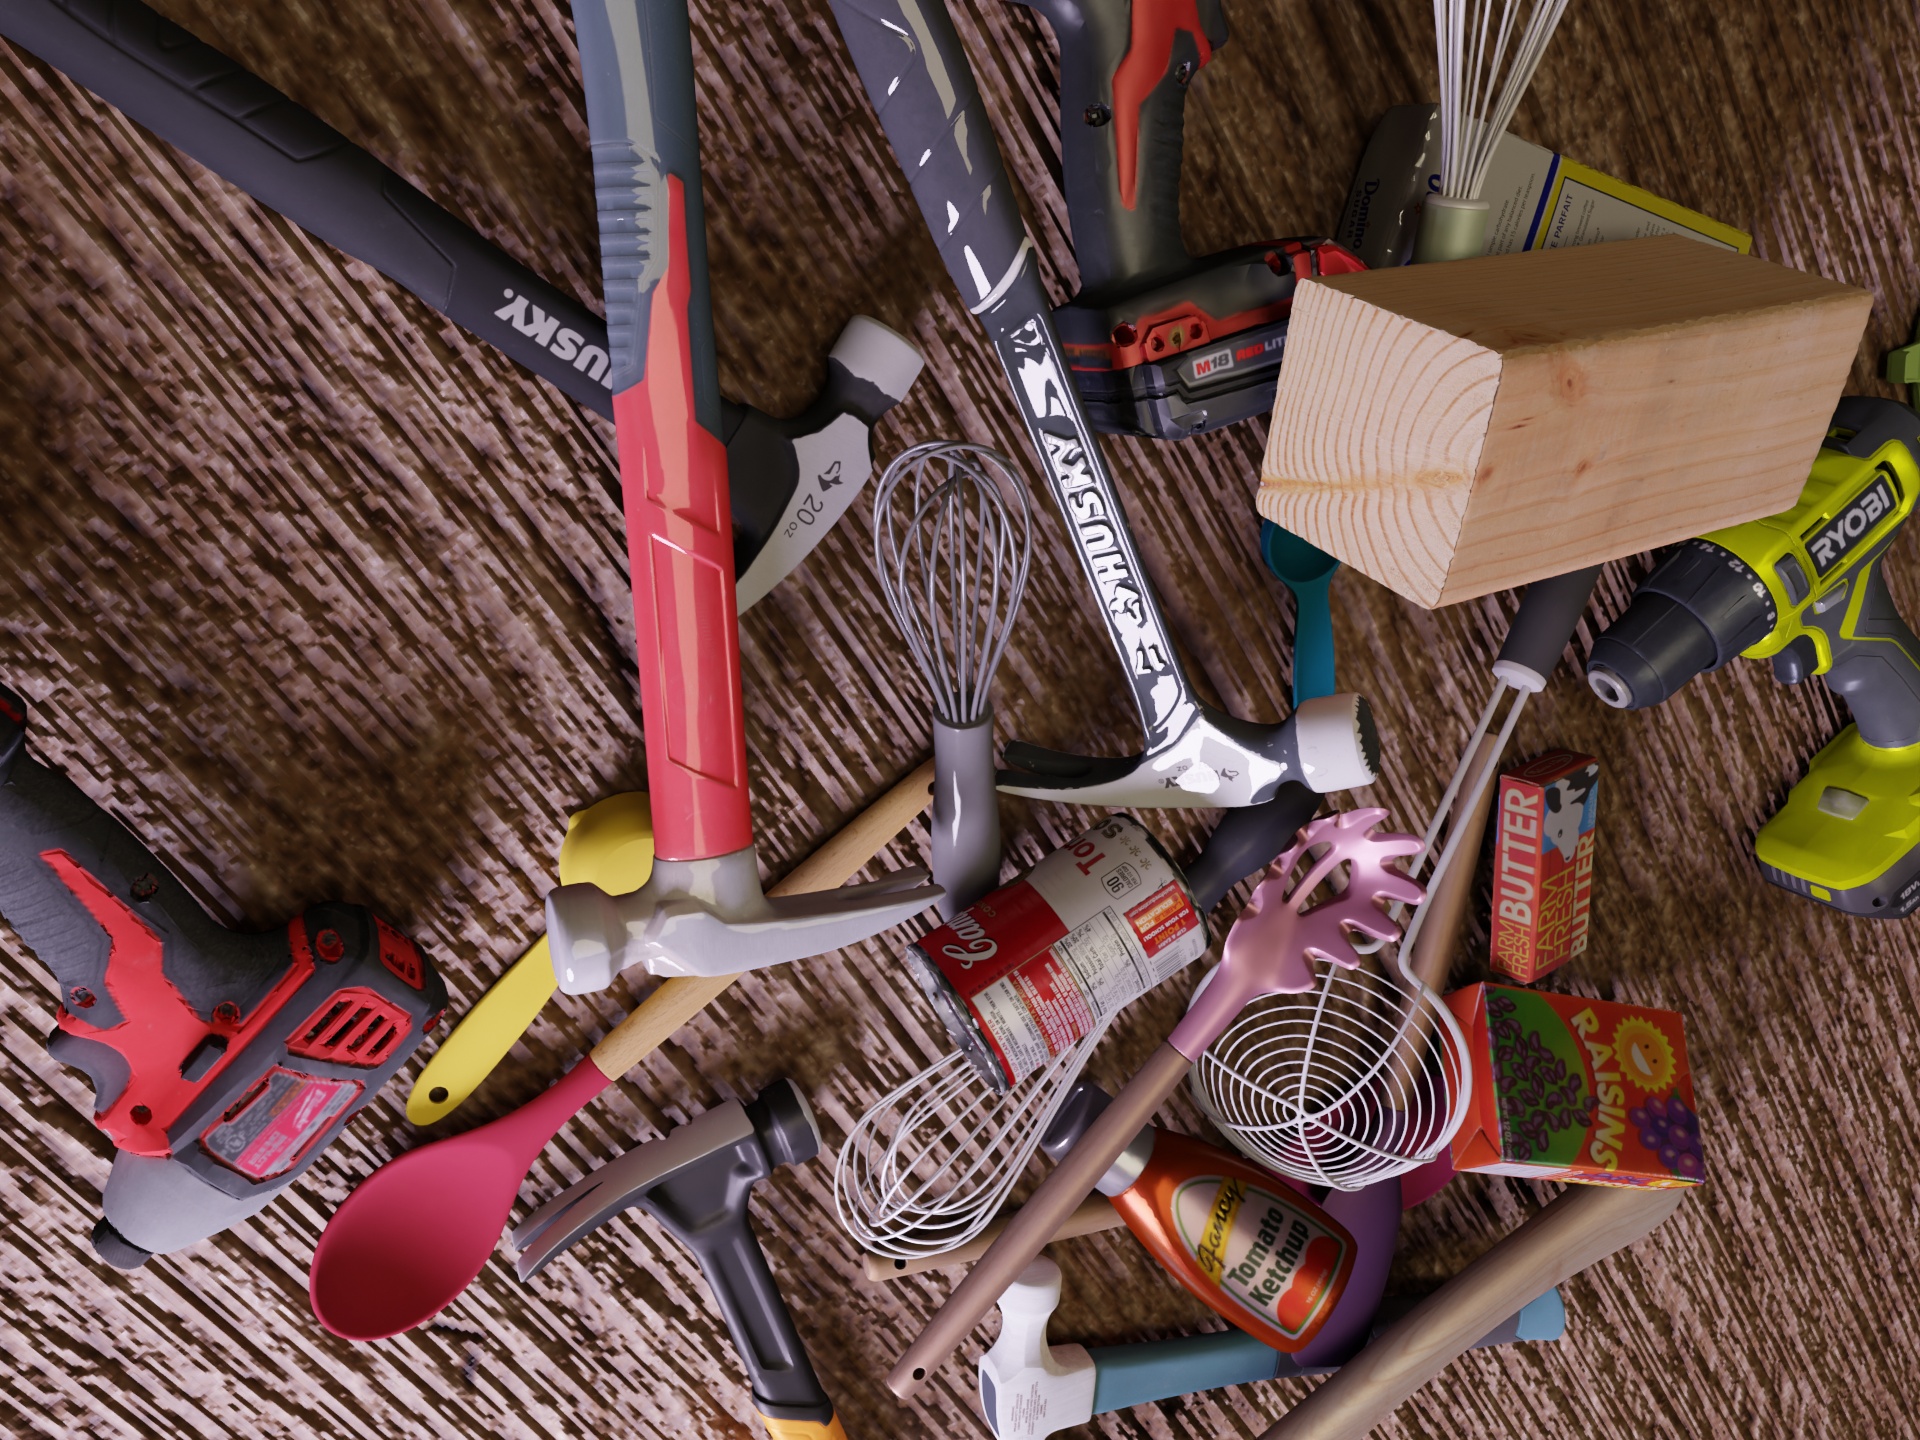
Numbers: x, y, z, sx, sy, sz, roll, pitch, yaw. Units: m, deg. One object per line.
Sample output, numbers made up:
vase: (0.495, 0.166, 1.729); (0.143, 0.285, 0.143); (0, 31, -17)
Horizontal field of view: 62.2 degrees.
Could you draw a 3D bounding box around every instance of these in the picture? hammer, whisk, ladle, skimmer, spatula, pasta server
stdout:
hammer: (-0.073, 0.319, 0.693); (0.127, 0.034, 0.336); (-25, 113, -15)
hammer: (0.191, 0.309, 0.750); (0.410, 0.038, 0.146); (-30, 116, -19)
whisk: (0.187, -0.201, 0.592); (0.058, 0.059, 0.246); (-20, 125, -42)
whisk: (0.057, 0.114, 0.677); (0.284, 0.070, 0.070); (-44, 116, -12)
ladle: (-0.120, 0.117, 0.620); (0.315, 0.031, 0.069); (-41, 127, -9)
hammer: (-0.178, -0.149, 0.515); (0.334, 0.035, 0.146); (32, 91, -26)
hammer: (-0.081, -0.101, 0.528); (0.143, 0.038, 0.386); (-8, 107, -22)
skimmer: (0.222, 0.039, 0.726); (0.127, 0.090, 0.363); (27, 81, 11)
spatula: (0.210, 0.158, 0.754); (0.059, 0.018, 0.316); (13, 94, -27)
hammer: (0.164, 0.309, 0.787); (0.331, 0.033, 0.128); (0, 104, -22)
pasta server: (0.076, 0.161, 0.662); (0.060, 0.040, 0.316); (40, 89, -11)
hammer: (0.017, -0.130, 0.537); (0.149, 0.036, 0.408); (-11, 121, 26)
whisk: (-0.002, -0.001, 0.590); (0.055, 0.055, 0.238); (-17, 133, -17)

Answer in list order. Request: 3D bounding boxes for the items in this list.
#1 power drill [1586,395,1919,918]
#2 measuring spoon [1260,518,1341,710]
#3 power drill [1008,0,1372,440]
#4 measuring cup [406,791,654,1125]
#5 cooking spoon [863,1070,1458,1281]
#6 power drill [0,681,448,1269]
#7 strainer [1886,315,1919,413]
power drill: (0.413, -0.015, 0.773); (0.190, 0.080, 0.228); (-40, 113, -7)
measuring spoon: (0.148, -0.042, 0.693); (0.042, 0.021, 0.128); (-18, 120, -17)
power drill: (0.097, -0.233, 0.583); (0.188, 0.080, 0.226); (-21, 109, -16)
measuring cup: (-0.153, 0.095, 0.597); (0.062, 0.029, 0.156); (42, 85, -26)
cooking spoon: (0.107, 0.219, 0.746); (0.318, 0.017, 0.069); (-7, 93, -20)
power drill: (-0.295, 0.082, 0.514); (0.143, 0.079, 0.219); (-48, 119, -3)
strainer: (0.579, -0.230, 0.781); (0.151, 0.069, 0.256); (31, 93, -26)
